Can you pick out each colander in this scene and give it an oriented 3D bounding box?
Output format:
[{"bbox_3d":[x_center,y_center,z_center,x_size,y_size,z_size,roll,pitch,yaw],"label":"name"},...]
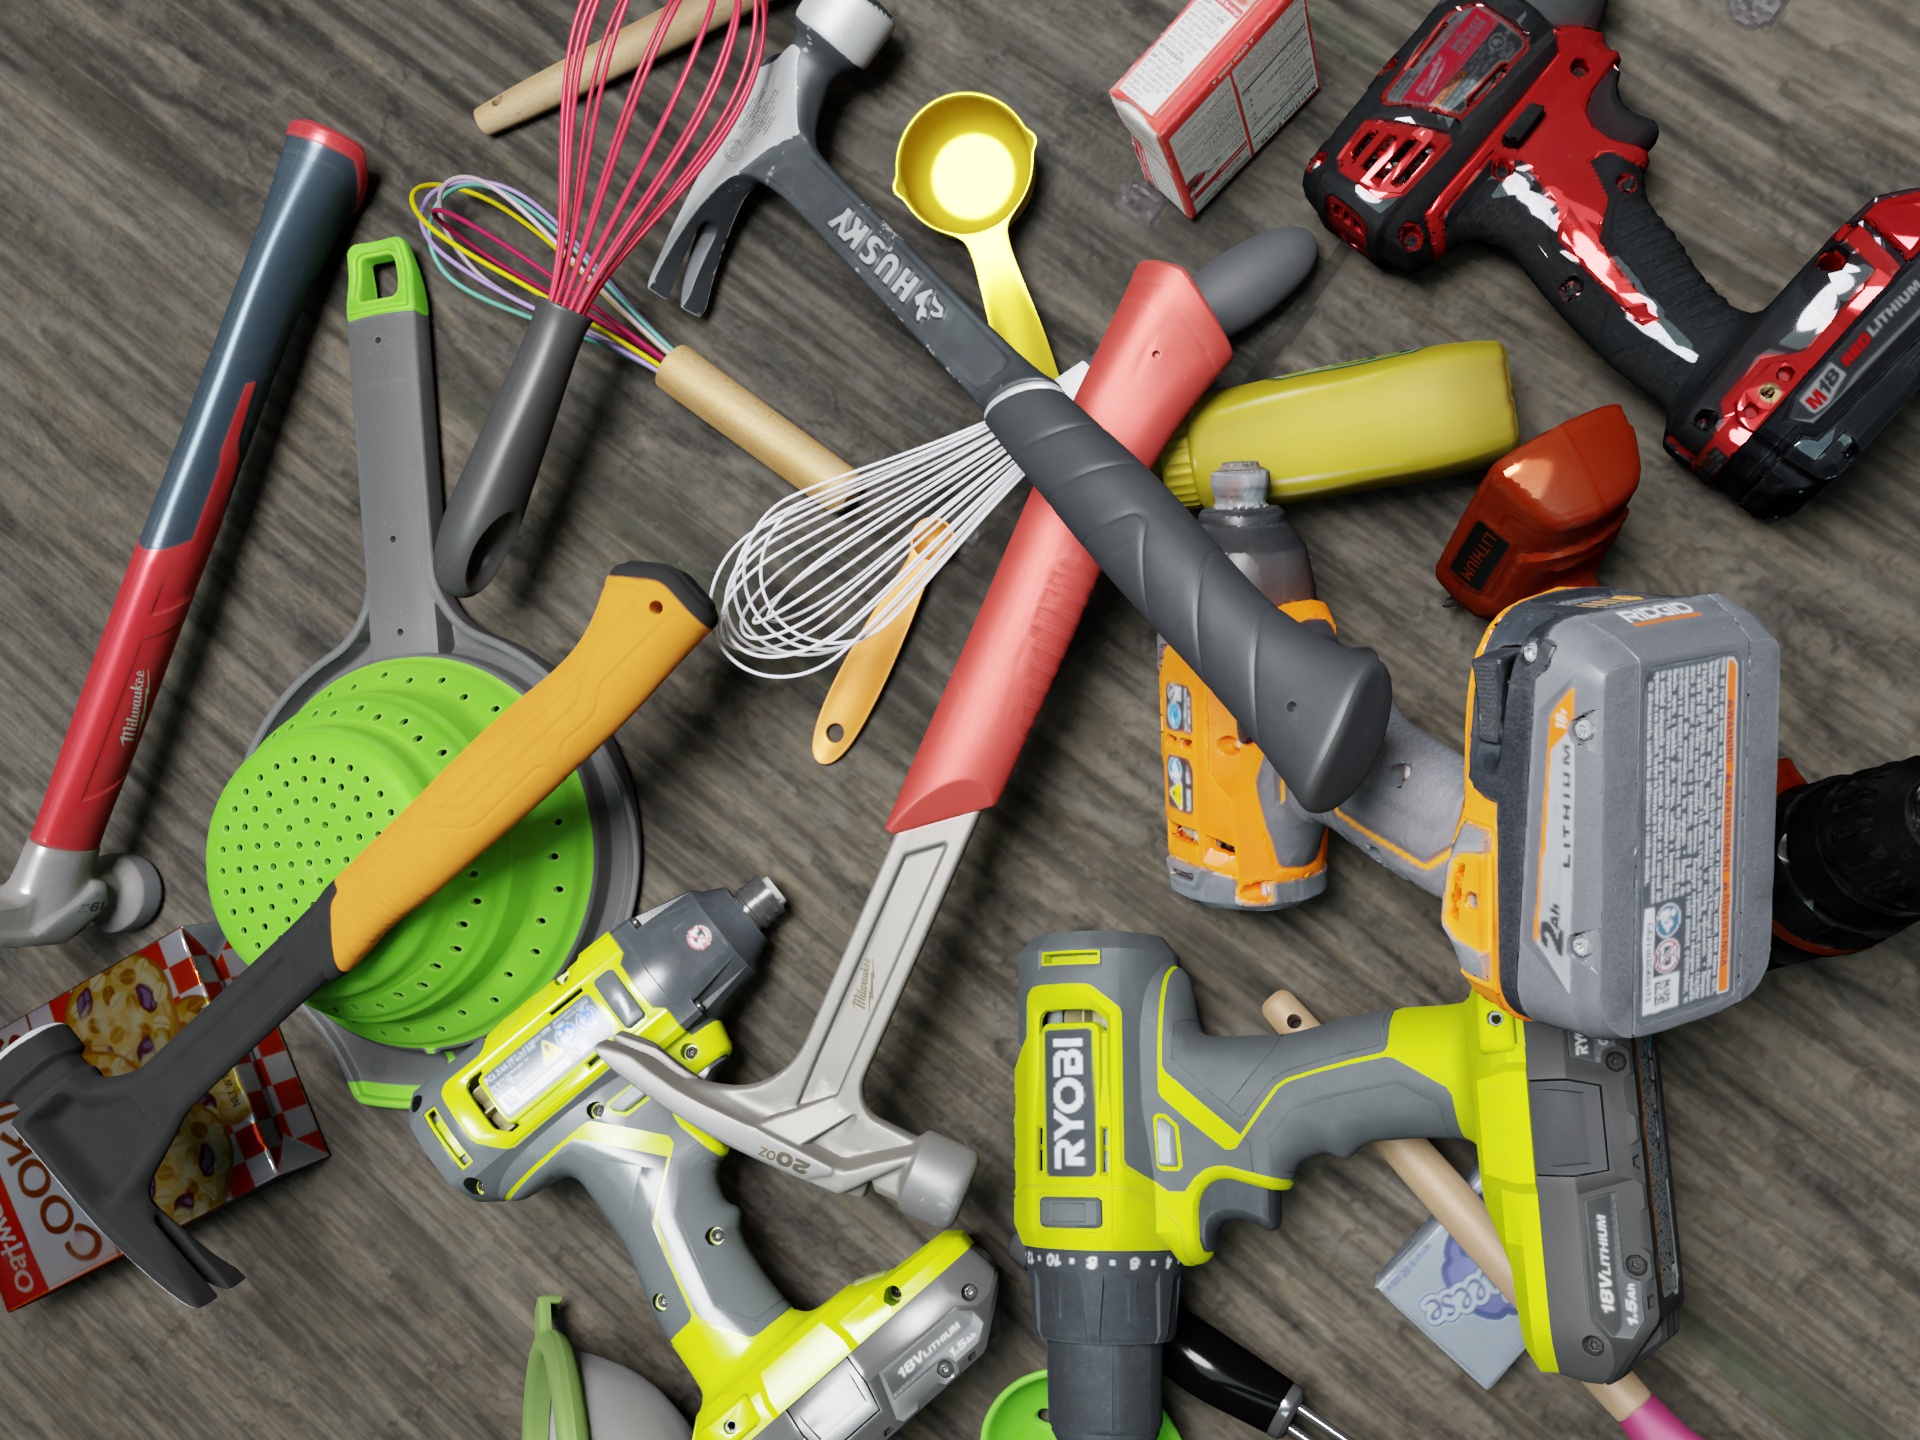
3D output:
[{"bbox_3d":[-0.257,-0.023,0.688,0.204,0.094,0.397,-6,87,15],"label":"colander"}]

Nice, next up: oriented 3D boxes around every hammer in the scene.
[{"bbox_3d":[-0.355,-0.086,0.704,0.038,0.143,0.386,20,90,11],"label":"hammer"},{"bbox_3d":[-0.217,0.070,0.610,0.337,0.034,0.127,-44,85,3],"label":"hammer"},{"bbox_3d":[0.008,-0.119,0.565,0.149,0.036,0.409,-49,54,18],"label":"hammer"},{"bbox_3d":[-0.001,-0.002,0.592,0.149,0.036,0.359,24,92,7],"label":"hammer"}]

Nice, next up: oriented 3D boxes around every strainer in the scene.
[{"bbox_3d":[-0.116,0.320,0.594,0.069,0.256,0.151,1,87,-23],"label":"strainer"}]

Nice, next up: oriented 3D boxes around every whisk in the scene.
[{"bbox_3d":[-0.145,-0.164,0.690,0.245,0.047,0.051,37,97,10],"label":"whisk"},{"bbox_3d":[0.021,-0.111,0.629,0.284,0.070,0.070,-35,80,1],"label":"whisk"},{"bbox_3d":[-0.153,-0.186,0.644,0.073,0.073,0.296,27,99,14],"label":"whisk"}]

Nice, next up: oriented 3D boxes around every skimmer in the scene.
[{"bbox_3d":[0.185,0.285,0.598,0.363,0.090,0.127,28,107,24],"label":"skimmer"}]

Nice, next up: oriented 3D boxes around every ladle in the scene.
[{"bbox_3d":[-0.078,-0.326,0.670,0.320,0.062,0.078,-18,60,17],"label":"ladle"}]

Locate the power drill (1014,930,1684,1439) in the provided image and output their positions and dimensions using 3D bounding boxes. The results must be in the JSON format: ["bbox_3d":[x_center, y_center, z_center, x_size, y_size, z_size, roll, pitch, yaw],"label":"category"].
[{"bbox_3d":[0.123,0.167,0.559,0.228,0.080,0.191,-8,73,28],"label":"power drill"}]

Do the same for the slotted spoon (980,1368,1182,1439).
[{"bbox_3d":[0.151,0.342,0.608,0.314,0.031,0.070,28,96,12],"label":"slotted spoon"}]

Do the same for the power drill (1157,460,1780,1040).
[{"bbox_3d":[0.142,-0.002,0.519,0.084,0.227,0.164,-9,102,-26],"label":"power drill"}]

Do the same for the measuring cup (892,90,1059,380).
[{"bbox_3d":[0.019,-0.180,0.661,0.062,0.029,0.156,-17,96,11],"label":"measuring cup"}]

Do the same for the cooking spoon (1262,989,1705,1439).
[{"bbox_3d":[0.216,0.217,0.554,0.069,0.017,0.319,-42,63,3],"label":"cooking spoon"}]

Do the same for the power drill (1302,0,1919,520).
[{"bbox_3d":[0.249,-0.187,0.571,0.220,0.078,0.143,42,98,15],"label":"power drill"}]

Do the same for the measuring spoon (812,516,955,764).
[{"bbox_3d":[-0.033,-0.033,0.675,0.021,0.011,0.117,30,100,14],"label":"measuring spoon"}]

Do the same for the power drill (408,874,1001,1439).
[{"bbox_3d":[-0.090,0.185,0.641,0.171,0.080,0.223,-39,77,-9],"label":"power drill"}]
